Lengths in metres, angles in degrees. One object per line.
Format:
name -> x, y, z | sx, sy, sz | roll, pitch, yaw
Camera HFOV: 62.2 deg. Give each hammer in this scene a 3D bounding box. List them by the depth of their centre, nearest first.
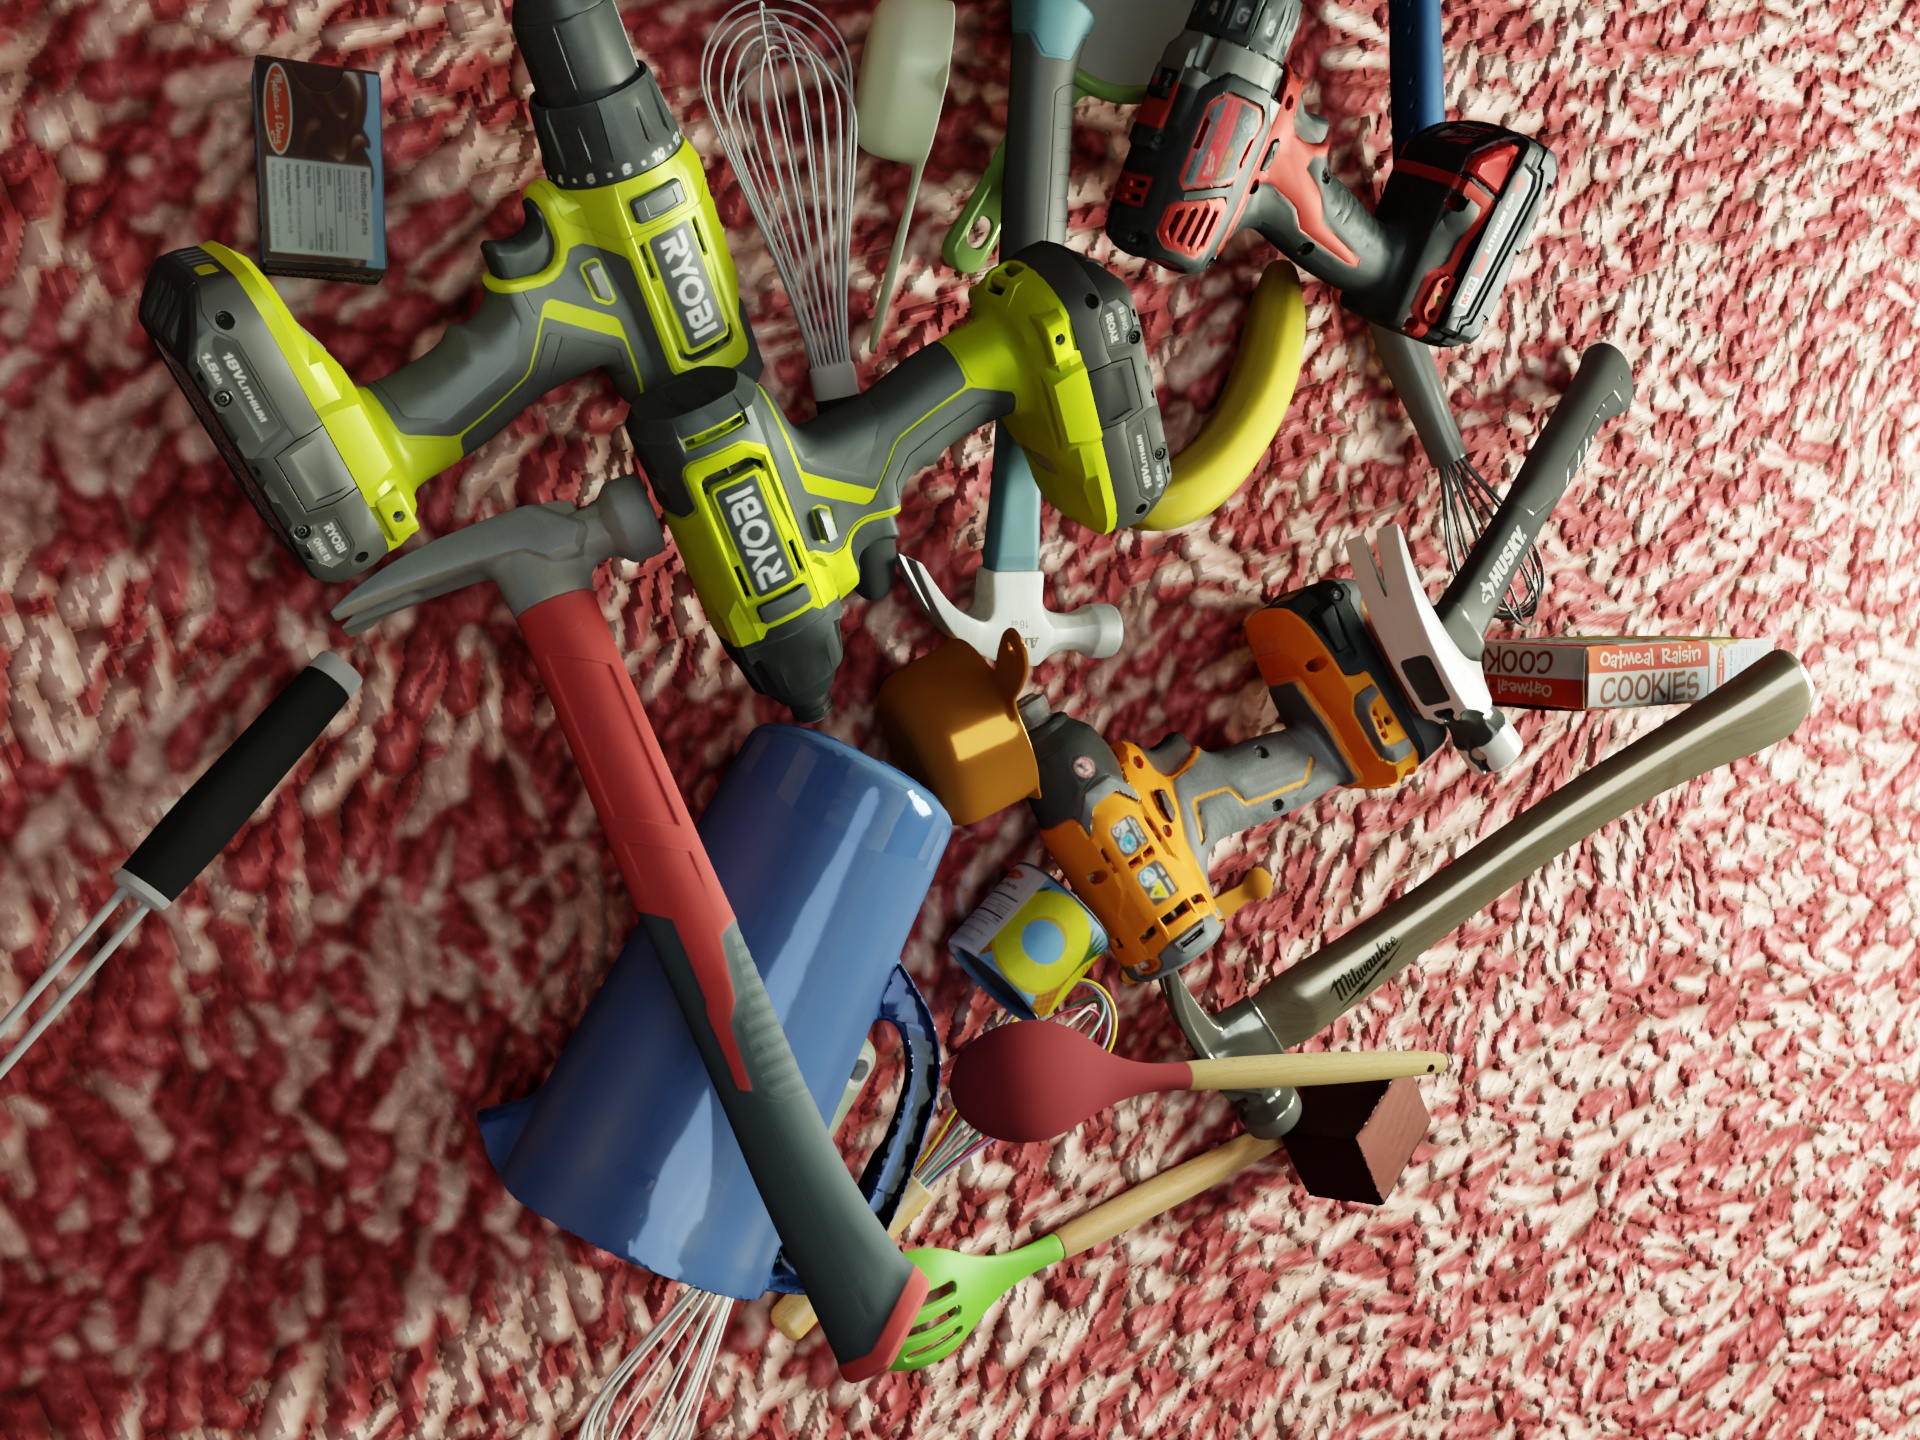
hammer -> -0.127, 0.088, 0.657 | 0.143, 0.038, 0.386 | -23, 78, -11
hammer -> 0.034, -0.190, 0.798 | 0.128, 0.033, 0.331 | -4, 107, -26
hammer -> 0.249, -0.465, 0.888 | 0.035, 0.144, 0.405 | -16, 110, -24
hammer -> 0.304, 0.077, 0.914 | 0.410, 0.038, 0.146 | -34, 114, 0
hammer -> 0.330, -0.129, 0.935 | 0.146, 0.035, 0.335 | 52, 53, -16

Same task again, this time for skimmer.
skimmer -> -0.375, 0.116, 0.636 | 0.127, 0.090, 0.363 | 44, 64, -22

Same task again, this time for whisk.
whisk -> -0.068, -0.195, 0.763 | 0.070, 0.070, 0.284 | -18, 108, -26
whisk -> -0.111, 0.263, 0.782 | 0.057, 0.059, 0.246 | 43, 69, -32
whisk -> -0.004, 0.231, 0.839 | 0.245, 0.051, 0.047 | -44, 118, -15
whisk -> 0.299, -0.162, 0.969 | 0.055, 0.055, 0.239 | -34, 105, -22

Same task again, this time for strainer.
strainer -> 0.052, -0.349, 0.817 | 0.151, 0.069, 0.256 | 26, 100, -29

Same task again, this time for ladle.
ladle -> 0.142, 0.192, 0.861 | 0.315, 0.031, 0.069 | 3, 106, -27

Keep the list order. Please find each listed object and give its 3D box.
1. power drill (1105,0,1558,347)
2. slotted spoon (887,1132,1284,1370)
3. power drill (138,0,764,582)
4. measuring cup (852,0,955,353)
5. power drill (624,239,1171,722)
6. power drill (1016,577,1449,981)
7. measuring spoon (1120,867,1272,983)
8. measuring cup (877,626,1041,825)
power drill -> 0.197, -0.304, 0.823 | 0.226, 0.080, 0.188 | 11, 111, -29
slotted spoon -> 0.075, 0.284, 0.895 | 0.313, 0.031, 0.070 | -17, 107, -28
power drill -> -0.202, -0.178, 0.650 | 0.228, 0.080, 0.190 | -35, 133, -21
measuring cup -> -0.039, -0.265, 0.772 | 0.038, 0.083, 0.167 | 11, 106, -12
power drill -> -0.022, -0.109, 0.729 | 0.223, 0.080, 0.171 | -29, 125, -14
power drill -> 0.140, 0.014, 0.872 | 0.226, 0.084, 0.164 | -34, 95, -18
measuring spoon -> 0.139, 0.120, 0.923 | 0.117, 0.011, 0.021 | -30, 108, -23
measuring cup -> -0.001, -0.002, 0.752 | 0.052, 0.173, 0.095 | -27, 78, -12
